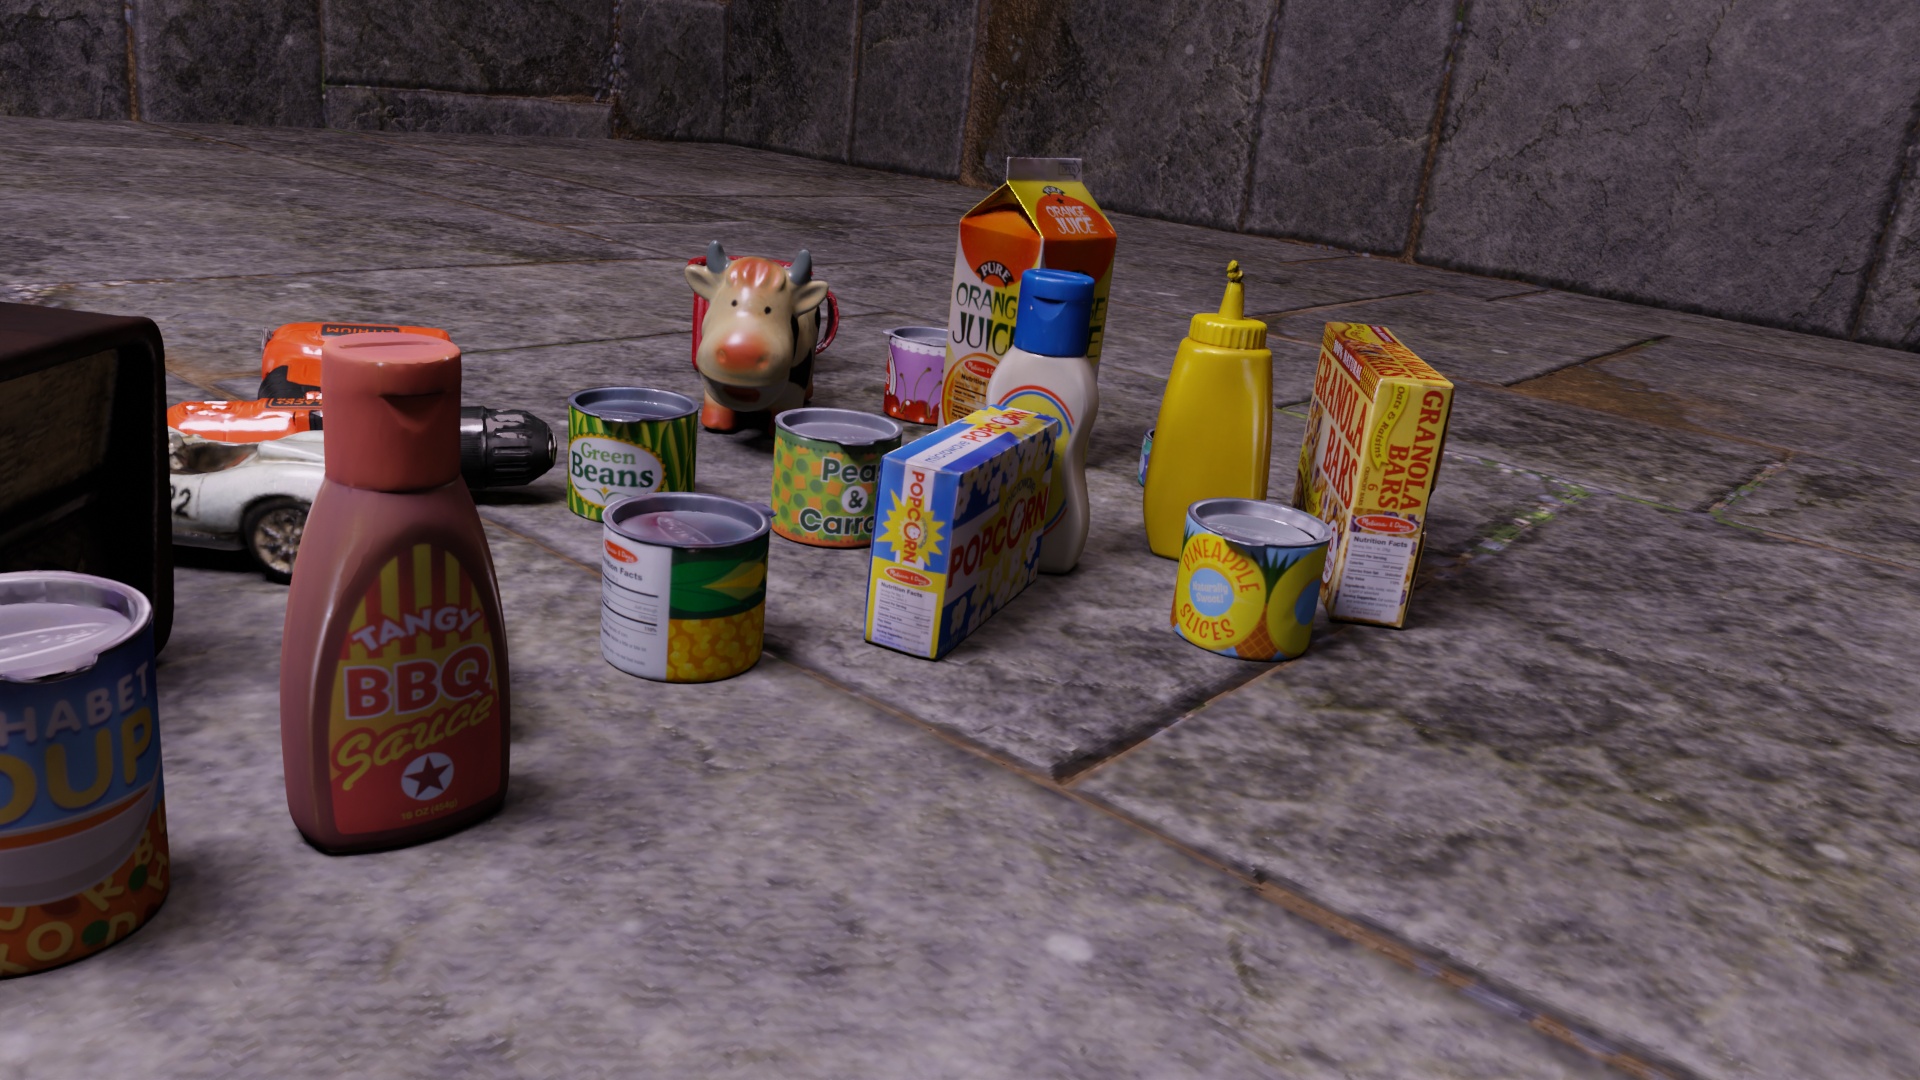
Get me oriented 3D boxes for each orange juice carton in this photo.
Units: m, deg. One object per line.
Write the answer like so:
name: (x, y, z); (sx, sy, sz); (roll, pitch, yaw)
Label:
orange juice carton: (0.042, -0.141, 0.869); (0.073, 0.192, 0.072); (23, 24, 40)

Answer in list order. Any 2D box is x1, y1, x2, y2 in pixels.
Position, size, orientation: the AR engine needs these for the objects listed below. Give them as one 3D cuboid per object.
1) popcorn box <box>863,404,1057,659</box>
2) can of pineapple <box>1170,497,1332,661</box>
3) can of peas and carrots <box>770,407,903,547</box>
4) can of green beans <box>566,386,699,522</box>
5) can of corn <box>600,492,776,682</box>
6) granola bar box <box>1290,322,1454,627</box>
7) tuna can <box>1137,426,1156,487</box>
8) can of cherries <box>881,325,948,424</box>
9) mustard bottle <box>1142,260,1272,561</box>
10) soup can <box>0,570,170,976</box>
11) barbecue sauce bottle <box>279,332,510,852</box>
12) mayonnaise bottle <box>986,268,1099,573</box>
popcorn box: (0.002, -0.008, 0.631); (0.038, 0.085, 0.127); (13, 20, 20)
can of pineapple: (0.132, 0.017, 0.642); (0.071, 0.057, 0.071); (6, 18, -2)
can of peas and carrots: (-0.064, -0.033, 0.723); (0.071, 0.058, 0.071); (6, 18, -2)
can of green beans: (-0.171, -0.045, 0.724); (0.071, 0.057, 0.071); (6, 18, -2)
can of corn: (-0.109, 0.017, 0.561); (0.071, 0.058, 0.071); (6, 18, -2)
granola bar box: (0.214, -0.041, 0.738); (0.039, 0.123, 0.166); (8, 19, 3)
tuna can: (0.148, -0.048, 0.878); (0.071, 0.032, 0.071); (6, 19, -2)
can of cherries: (-0.023, -0.118, 0.987); (0.071, 0.058, 0.072); (6, 18, -2)
mustard bottle: (0.136, -0.068, 0.735); (0.065, 0.159, 0.049); (10, 19, 11)
soup can: (-0.241, 0.059, 0.355); (0.071, 0.083, 0.071); (6, 18, -2)
barbecue sauce bottle: (-0.166, 0.015, 0.410); (0.065, 0.148, 0.044); (-10, 24, -41)
mayonnaise bottle: (0.040, -0.060, 0.699); (0.065, 0.147, 0.041); (11, 19, 13)
